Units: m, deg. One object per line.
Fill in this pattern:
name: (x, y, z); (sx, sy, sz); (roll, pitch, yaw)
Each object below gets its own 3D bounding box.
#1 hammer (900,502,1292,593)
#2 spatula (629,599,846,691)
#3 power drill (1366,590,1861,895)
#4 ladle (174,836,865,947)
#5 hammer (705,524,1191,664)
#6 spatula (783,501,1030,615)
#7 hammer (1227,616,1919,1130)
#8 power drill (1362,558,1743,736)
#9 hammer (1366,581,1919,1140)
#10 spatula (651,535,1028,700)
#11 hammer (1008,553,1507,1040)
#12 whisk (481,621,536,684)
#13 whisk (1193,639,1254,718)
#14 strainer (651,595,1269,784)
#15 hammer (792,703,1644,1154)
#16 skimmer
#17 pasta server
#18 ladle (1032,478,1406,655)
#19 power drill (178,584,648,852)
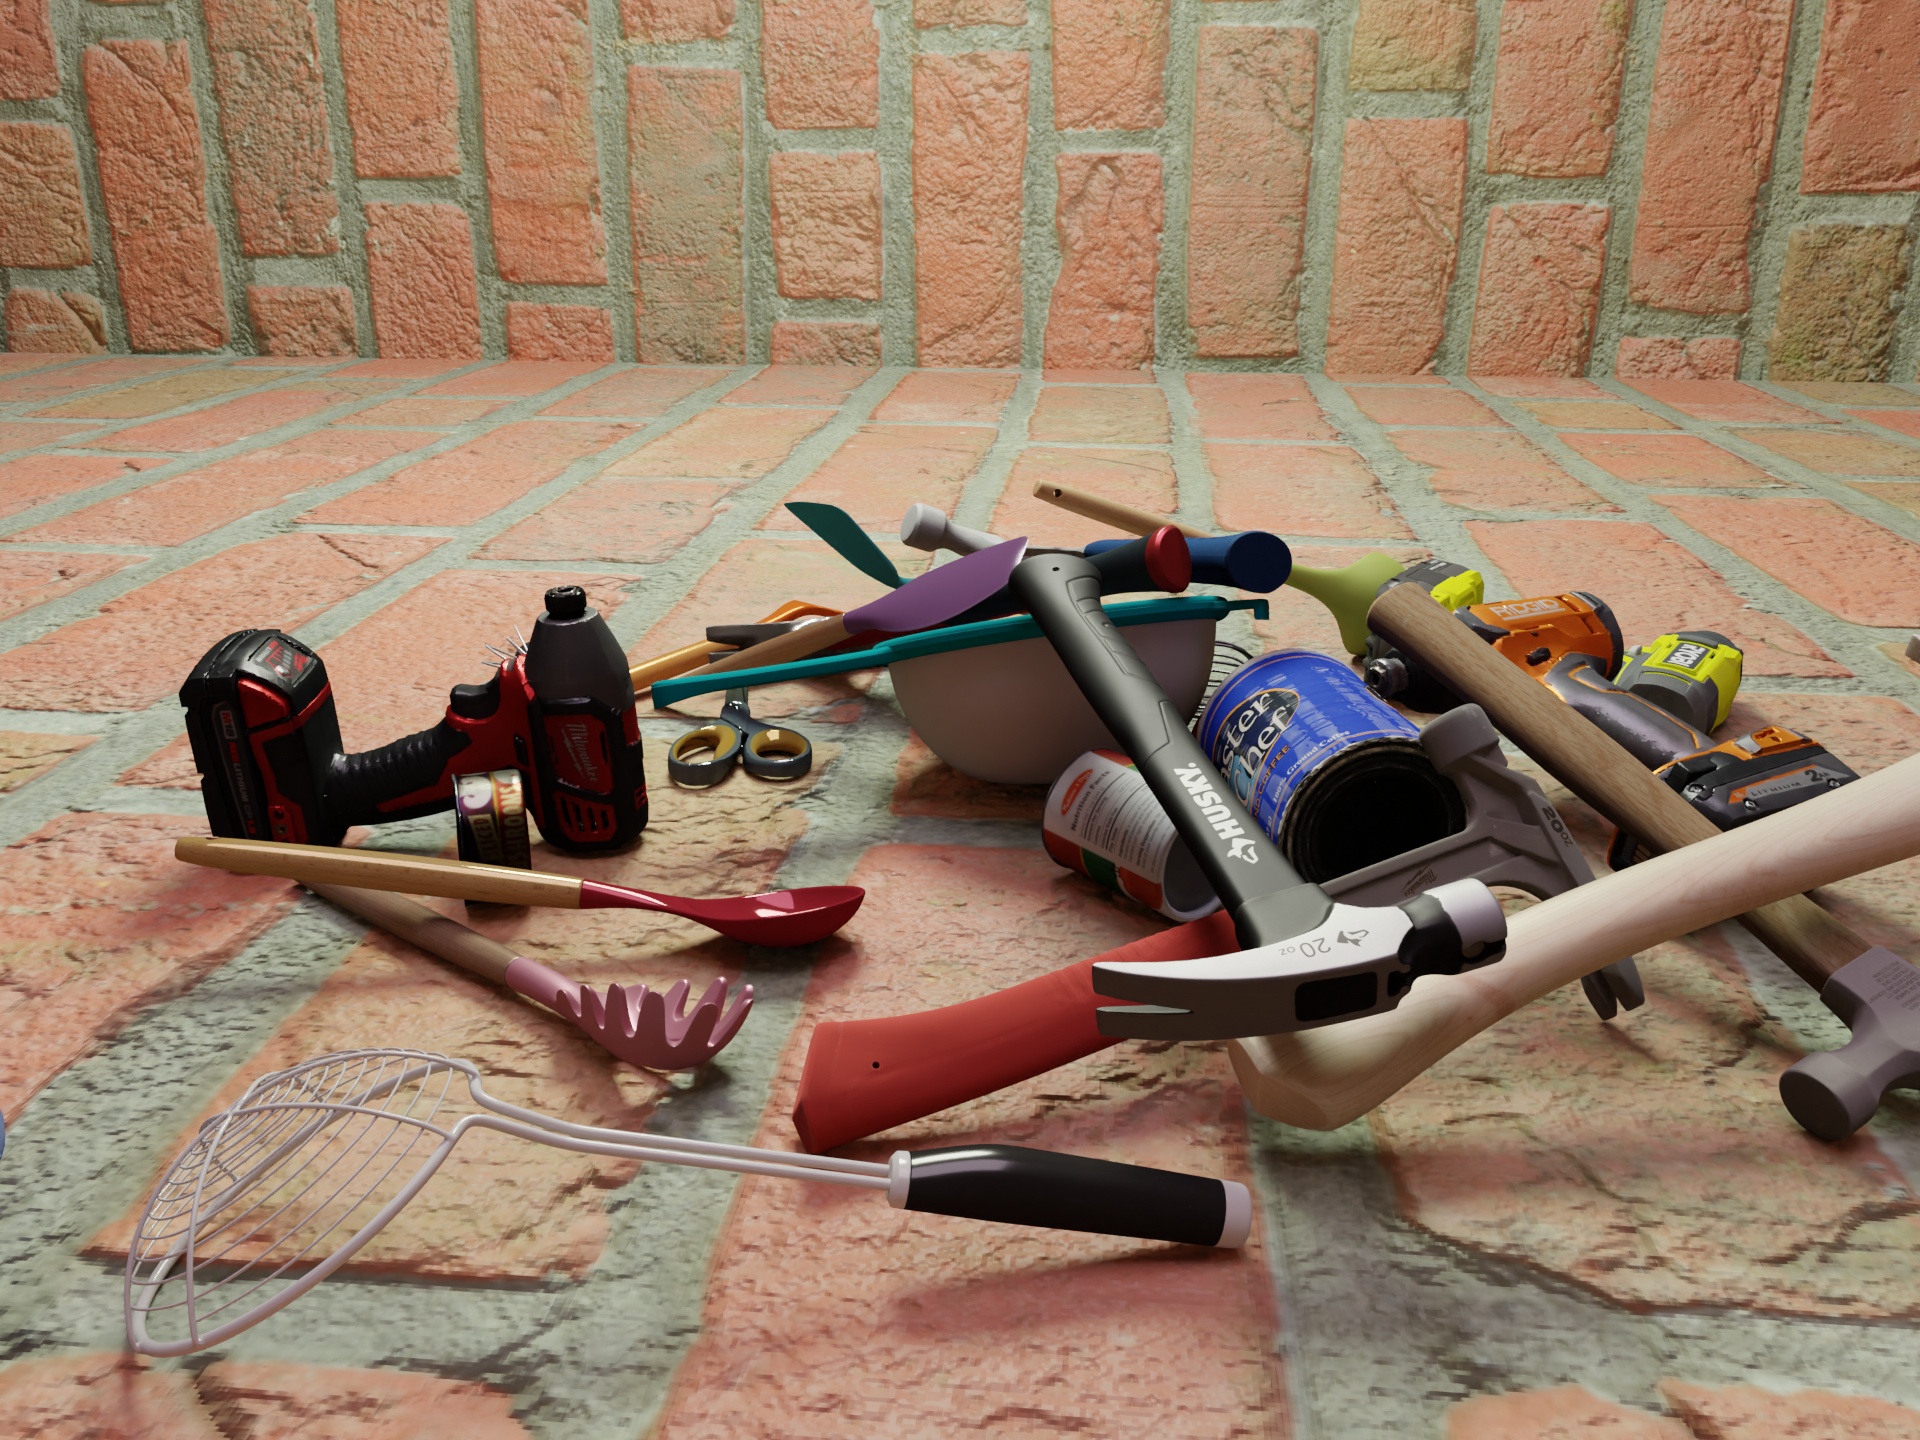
hammer: (0.093, -0.109, 1.051); (0.144, 0.035, 0.406); (16, 1, -23)
spatula: (-0.171, -0.046, 1.153); (0.081, 0.041, 0.322); (17, 30, 39)
power drill: (0.335, 0.009, 0.849); (0.164, 0.084, 0.227); (-9, 36, -24)
ladle: (-0.203, 0.077, 0.742); (0.315, 0.031, 0.069); (7, 2, -5)
hammer: (-0.012, -0.070, 0.991); (0.143, 0.038, 0.386); (-7, -1, -37)
spatula: (0.023, -0.101, 1.144); (0.317, 0.044, 0.082); (10, 2, -33)
hammer: (0.295, 0.062, 0.650); (0.410, 0.038, 0.146); (-19, 44, -11)
power drill: (0.404, -0.044, 1.078); (0.223, 0.080, 0.171); (18, 26, 31)
hammer: (0.308, 0.034, 0.723); (0.130, 0.031, 0.332); (-25, 47, -17)
spatula: (-0.087, -0.051, 0.981); (0.316, 0.018, 0.060); (-17, 37, 38)
hammer: (0.081, 0.013, 0.688); (0.146, 0.035, 0.335); (-15, 35, -9)
whisk: (-0.270, -0.033, 1.010); (0.070, 0.070, 0.285); (-5, 6, -15)
whisk: (0.087, -0.030, 1.075); (0.239, 0.055, 0.055); (2, 19, 17)
strainer: (-0.001, -0.003, 0.908); (0.340, 0.095, 0.211); (-9, 0, -20)
hammer: (0.105, 0.107, 0.651); (0.359, 0.149, 0.036); (-17, -20, -19)
skimmer: (-0.086, 0.172, 0.538); (0.363, 0.090, 0.127); (8, 17, -7)
pasta server: (-0.216, 0.100, 0.724); (0.316, 0.040, 0.060); (14, 4, 37)
ladle: (0.193, -0.118, 1.140); (0.320, 0.078, 0.062); (16, 0, -19)
power drill: (-0.281, 0.002, 0.843); (0.219, 0.143, 0.079); (-3, 23, -2)
